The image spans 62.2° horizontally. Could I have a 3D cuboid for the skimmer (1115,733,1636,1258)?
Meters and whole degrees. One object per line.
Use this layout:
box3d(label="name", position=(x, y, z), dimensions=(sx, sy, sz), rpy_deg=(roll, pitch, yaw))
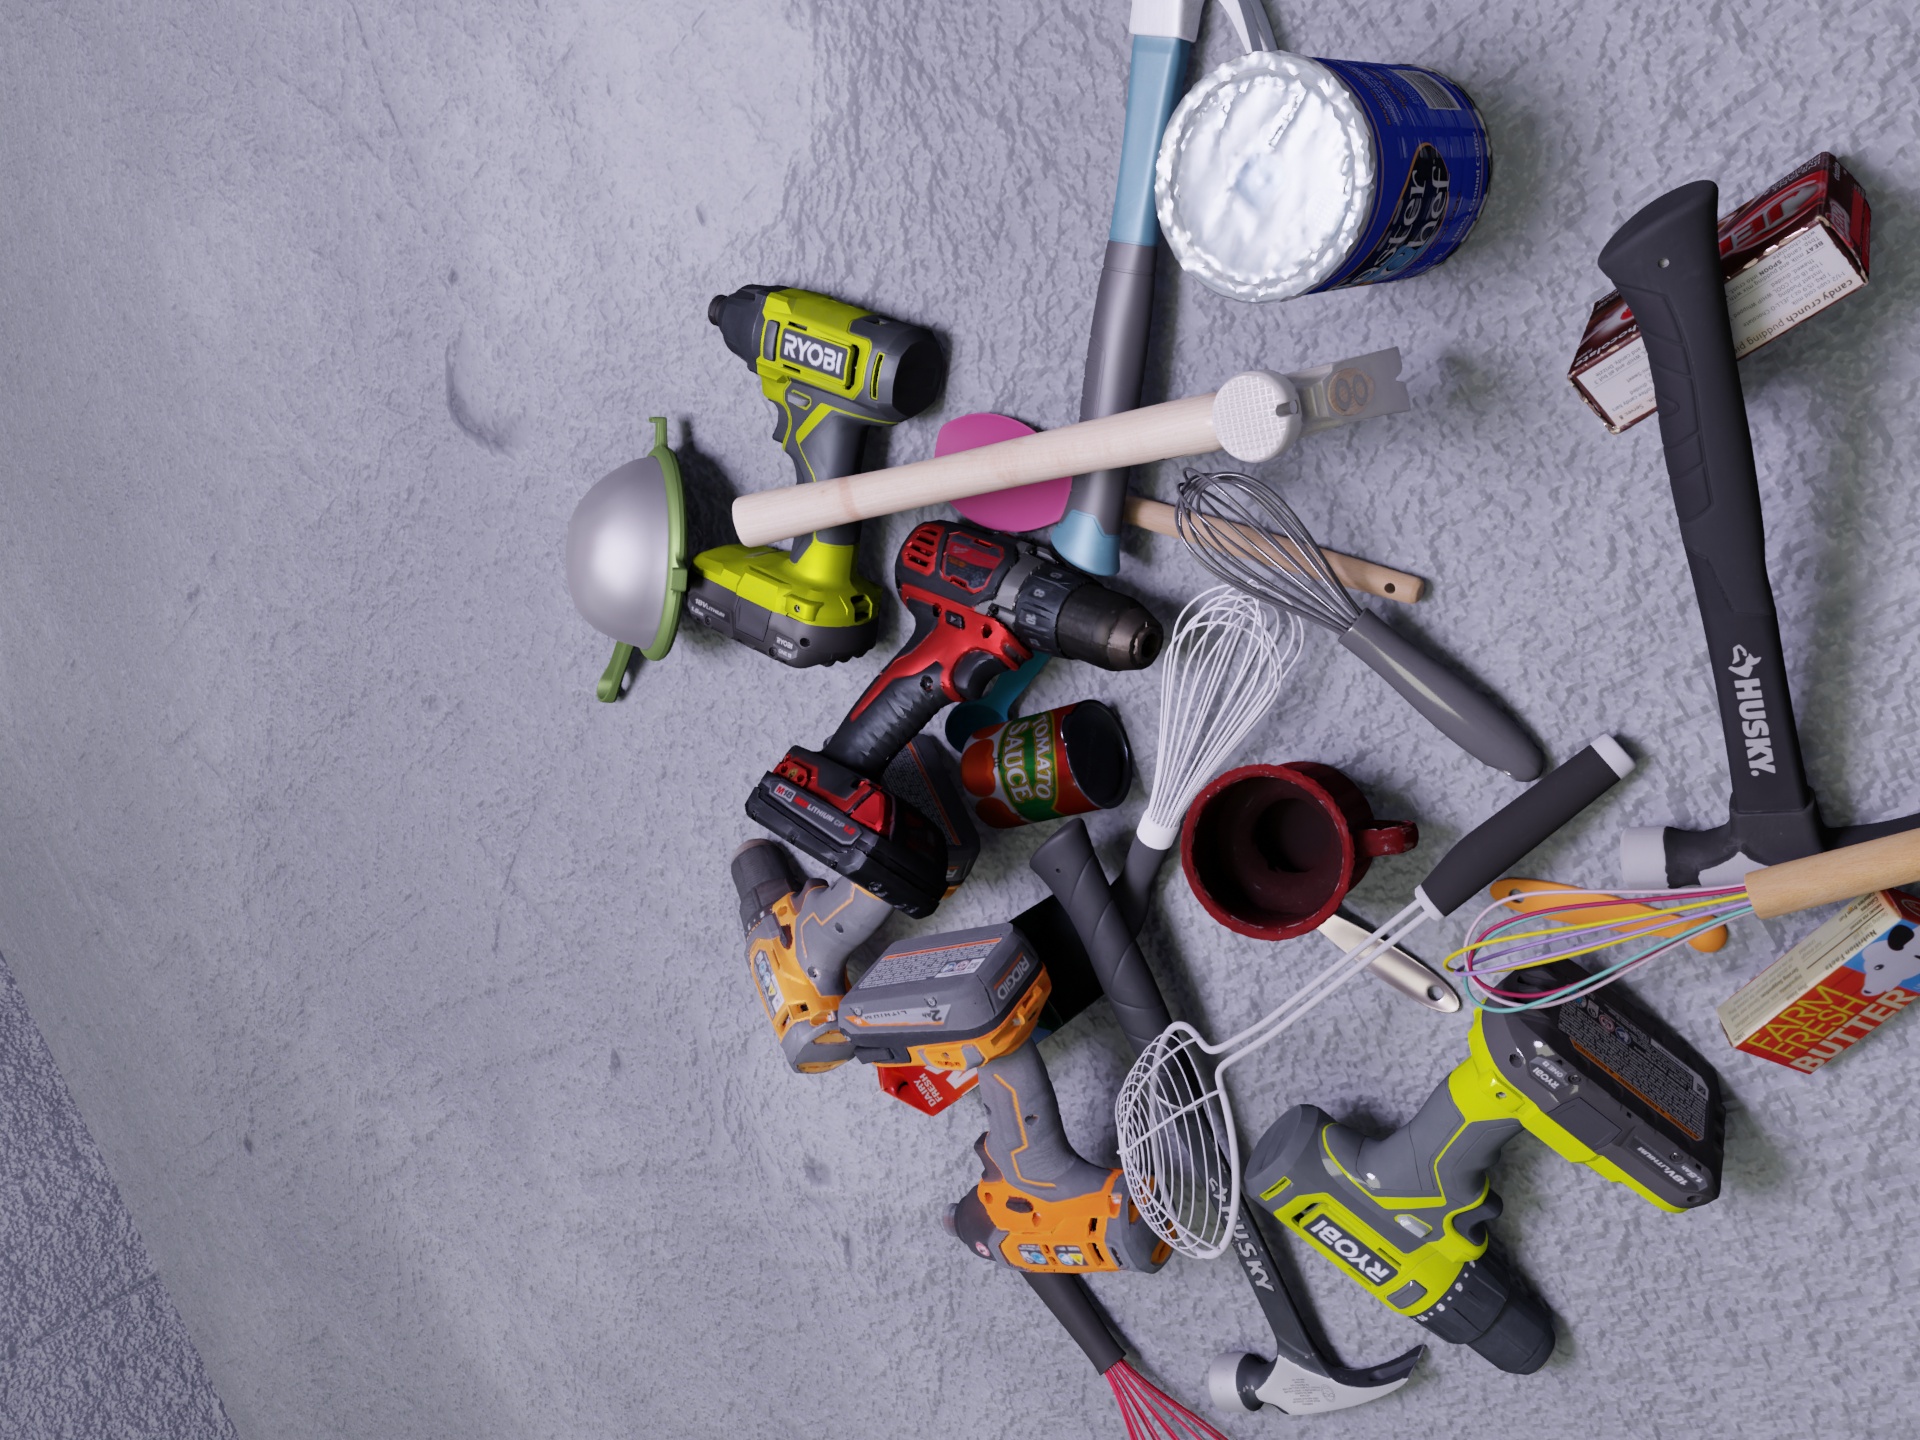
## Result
box3d(label="skimmer", position=(0.217, 0.146, 0.846), dimensions=(0.363, 0.090, 0.127), rpy_deg=(-43, 34, 17))

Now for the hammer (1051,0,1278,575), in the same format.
box3d(label="hammer", position=(0.089, -0.242, 0.852), dimensions=(0.128, 0.033, 0.331), rpy_deg=(20, 114, 32))

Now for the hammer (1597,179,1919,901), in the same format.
box3d(label="hammer", position=(0.328, -0.060, 0.664), dimensions=(0.146, 0.035, 0.334), rpy_deg=(-5, 122, 33))

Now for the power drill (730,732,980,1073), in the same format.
box3d(label="power drill", position=(-0.088, 0.104, 1.087), dimensions=(0.226, 0.084, 0.186), rpy_deg=(-59, 43, 34))

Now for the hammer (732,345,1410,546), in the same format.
box3d(label="hammer", position=(0.030, -0.137, 0.847), dimensions=(0.411, 0.146, 0.038), rpy_deg=(-4, 103, 43))

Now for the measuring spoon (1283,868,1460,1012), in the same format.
box3d(label="measuring spoon", position=(0.228, 0.125, 0.900), dimensions=(0.124, 0.018, 0.034), rpy_deg=(35, 110, 17))

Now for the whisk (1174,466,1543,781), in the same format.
box3d(label="whisk", position=(0.203, -0.049, 0.814), dimensions=(0.239, 0.055, 0.055), rpy_deg=(40, 128, 4))

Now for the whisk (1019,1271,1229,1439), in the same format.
box3d(label="whisk", position=(0.117, 0.454, 1.081), dimensions=(0.296, 0.073, 0.073), rpy_deg=(50, 130, 22))

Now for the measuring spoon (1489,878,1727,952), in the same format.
box3d(label="measuring spoon", position=(0.326, 0.099, 0.809), dimensions=(0.117, 0.011, 0.021), rpy_deg=(10, 112, 36))

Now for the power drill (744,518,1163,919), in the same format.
box3d(label="power drill", position=(-0.001, -0.003, 0.921), dimensions=(0.188, 0.080, 0.227), rpy_deg=(25, 80, 41))

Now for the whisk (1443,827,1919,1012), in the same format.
box3d(label="whisk", position=(0.333, 0.085, 0.715), dimensions=(0.245, 0.051, 0.047), rpy_deg=(-23, 119, 34))

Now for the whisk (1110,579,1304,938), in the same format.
box3d(label="whisk", position=(0.126, 0.039, 0.924), dimensions=(0.070, 0.070, 0.284), rpy_deg=(36, 130, 24))

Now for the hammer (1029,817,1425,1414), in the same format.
box3d(label="hammer", position=(0.145, 0.246, 0.967), dimensions=(0.149, 0.036, 0.409), rpy_deg=(-19, 100, 39))

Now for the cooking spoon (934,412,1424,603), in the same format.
box3d(label="cooking spoon", position=(0.111, -0.115, 0.902), dimensions=(0.319, 0.017, 0.068), rpy_deg=(22, 114, 32))

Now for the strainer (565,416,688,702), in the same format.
box3d(label="strainer", position=(-0.256, -0.089, 1.145), dimensions=(0.256, 0.069, 0.152), rpy_deg=(123, 141, -50))

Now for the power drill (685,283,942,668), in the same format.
box3d(label="power drill", position=(-0.107, -0.162, 1.026), dimensions=(0.171, 0.080, 0.223), rpy_deg=(25, 117, 30))

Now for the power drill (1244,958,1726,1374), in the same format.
box3d(label="power drill", position=(0.287, 0.246, 0.843), dimensions=(0.190, 0.080, 0.228), rpy_deg=(38, 129, 3))

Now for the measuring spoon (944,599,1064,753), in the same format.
box3d(label="measuring spoon", position=(0.033, -0.030, 0.998), dimensions=(0.042, 0.021, 0.128), rpy_deg=(28, 119, -13))

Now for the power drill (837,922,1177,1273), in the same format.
box3d(label="power drill", position=(0.018, 0.243, 0.976), dimensions=(0.164, 0.084, 0.226), rpy_deg=(-16, 109, 38))
